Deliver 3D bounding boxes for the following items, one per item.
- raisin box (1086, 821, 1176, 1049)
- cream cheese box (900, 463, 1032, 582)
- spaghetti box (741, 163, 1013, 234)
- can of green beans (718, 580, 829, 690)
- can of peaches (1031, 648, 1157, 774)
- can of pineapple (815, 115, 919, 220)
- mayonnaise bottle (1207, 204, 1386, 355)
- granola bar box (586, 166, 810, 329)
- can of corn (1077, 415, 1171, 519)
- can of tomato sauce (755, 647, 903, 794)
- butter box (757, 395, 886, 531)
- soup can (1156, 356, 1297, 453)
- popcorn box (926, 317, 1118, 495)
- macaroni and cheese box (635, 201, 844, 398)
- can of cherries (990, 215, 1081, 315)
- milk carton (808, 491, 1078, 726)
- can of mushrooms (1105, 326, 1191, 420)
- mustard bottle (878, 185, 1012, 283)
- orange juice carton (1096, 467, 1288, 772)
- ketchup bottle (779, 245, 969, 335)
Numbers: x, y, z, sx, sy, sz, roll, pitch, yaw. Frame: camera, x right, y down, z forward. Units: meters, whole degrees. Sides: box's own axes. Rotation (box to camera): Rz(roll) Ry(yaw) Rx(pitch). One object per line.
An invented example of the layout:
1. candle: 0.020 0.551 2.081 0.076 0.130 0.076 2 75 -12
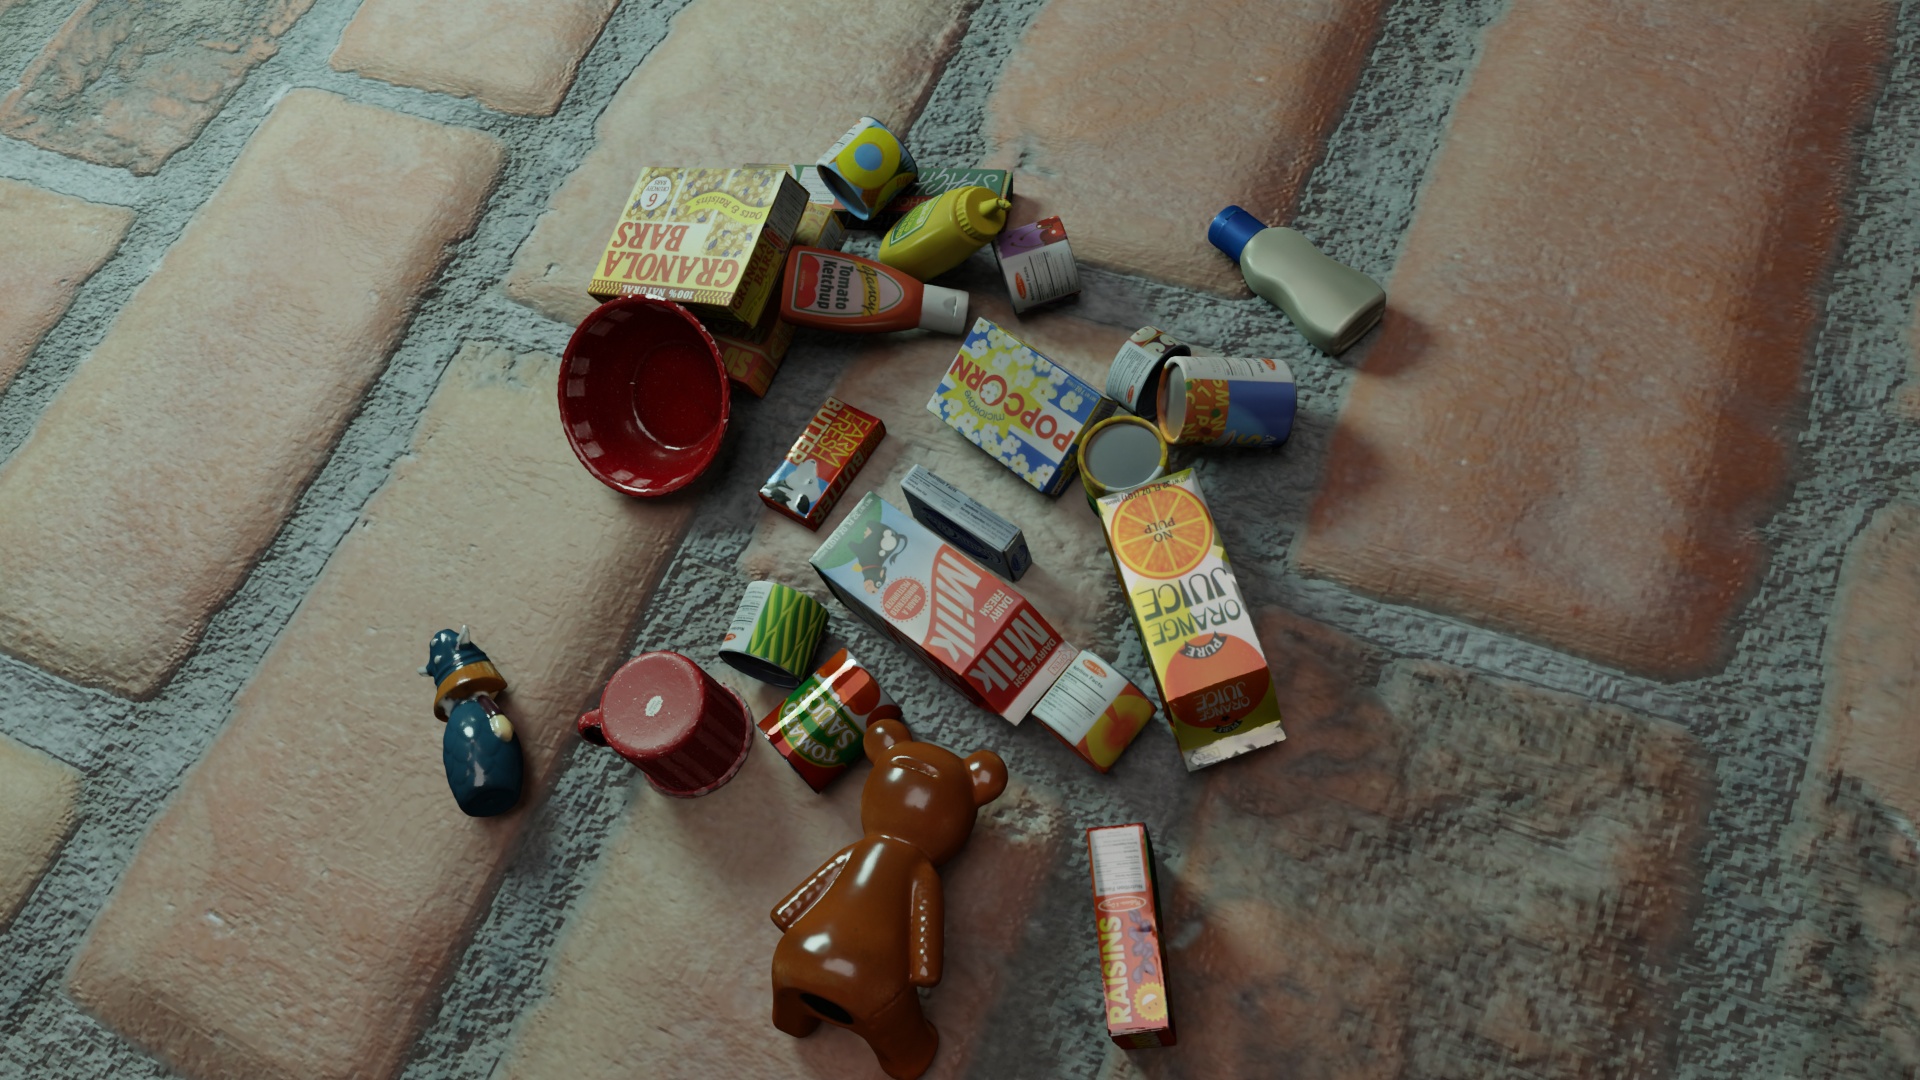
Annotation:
1. raisin box: 0.106 0.248 0.866 0.040 0.085 0.124 -8 63 7
2. cream cheese box: 0.004 -0.013 1.037 0.104 0.053 0.024 33 74 25
3. spaghetti box: -0.077 -0.298 1.210 0.250 0.028 0.050 6 66 16
4. can of green beans: -0.136 0.070 1.021 0.071 0.071 0.058 13 68 19
5. can of peaches: 0.092 0.118 0.945 0.071 0.071 0.058 37 81 26
6. can of pineapple: -0.077 -0.309 1.161 0.058 0.070 0.071 -46 63 -8
7. mayonnaise bottle: 0.257 -0.208 1.083 0.065 0.041 0.148 -39 61 -9
8. granola bar box: -0.213 -0.240 1.129 0.165 0.039 0.124 12 75 35
9. can of corn: 0.121 -0.053 1.026 0.071 0.058 0.071 -5 64 10
10. can of tomato sauce: -0.092 0.126 0.980 0.083 0.071 0.071 -42 63 -9
11. butter box: -0.109 -0.062 1.104 0.053 0.024 0.104 28 73 24
12. soup can: 0.193 -0.098 1.015 0.084 0.071 0.071 0 62 -12
13. popcorn box: 0.046 -0.103 1.063 0.127 0.038 0.085 38 104 26
14. macaroni and cheese box: -0.189 -0.216 1.175 0.124 0.040 0.166 21 80 19
15. can of cherries: 0.060 -0.224 1.122 0.058 0.071 0.072 -19 62 4
16. milk carton: -0.010 0.052 0.996 0.191 0.073 0.072 35 76 25
17. can of mushrooms: 0.144 -0.127 1.056 0.033 0.070 0.071 35 77 26
18. mustard bottle: -0.006 -0.251 1.110 0.160 0.048 0.065 -10 46 57
19. orange juice carton: 0.157 0.056 0.949 0.072 0.073 0.193 -18 71 3
20. ketchup bottle: -0.069 -0.196 1.125 0.149 0.043 0.065 8 83 -8
